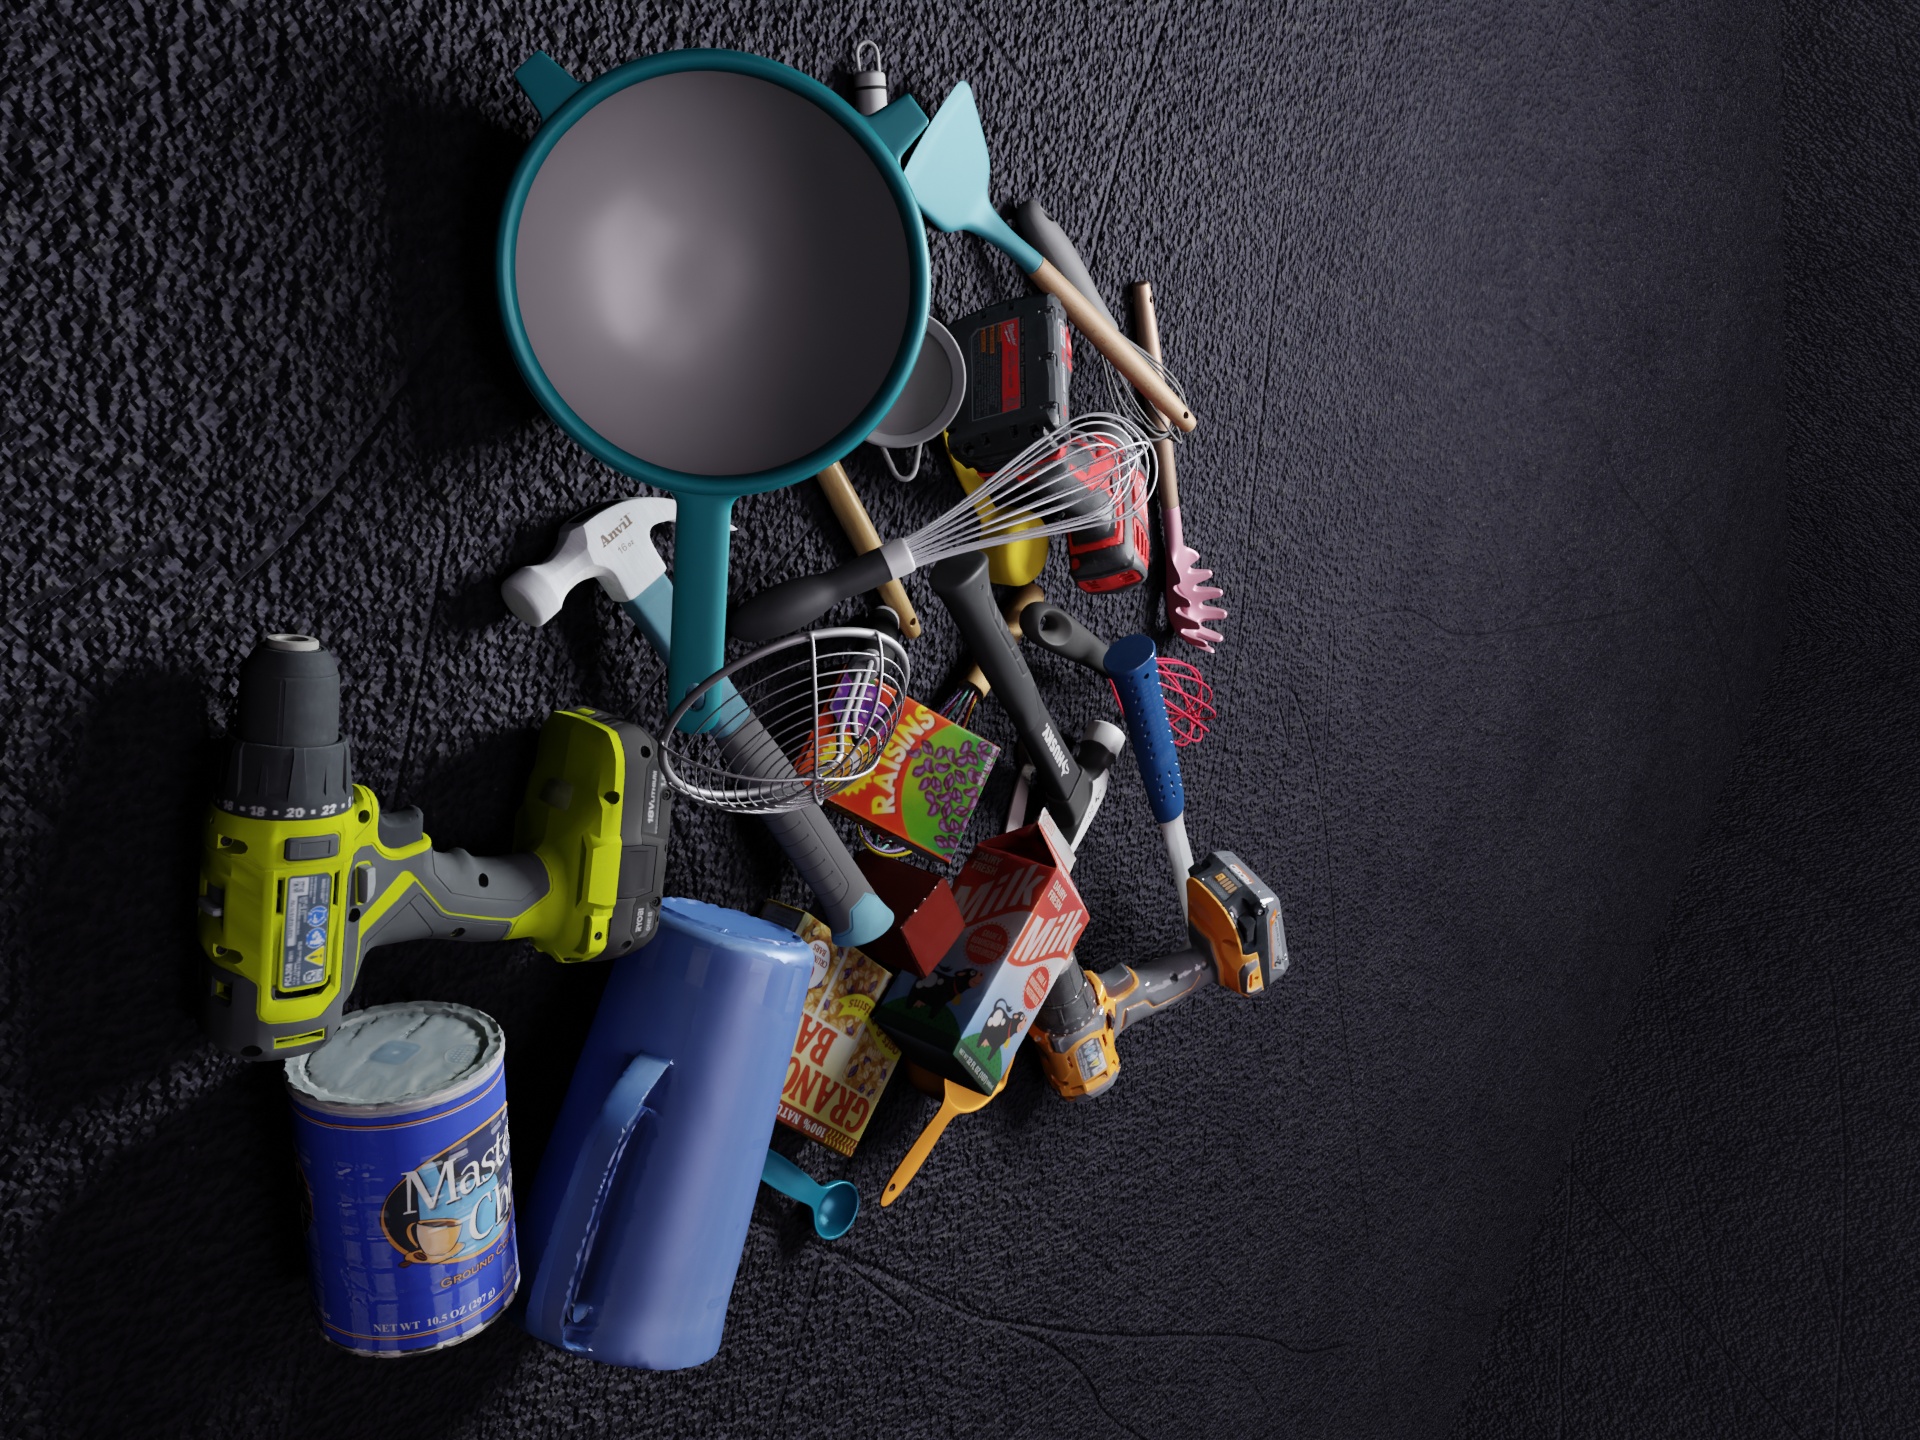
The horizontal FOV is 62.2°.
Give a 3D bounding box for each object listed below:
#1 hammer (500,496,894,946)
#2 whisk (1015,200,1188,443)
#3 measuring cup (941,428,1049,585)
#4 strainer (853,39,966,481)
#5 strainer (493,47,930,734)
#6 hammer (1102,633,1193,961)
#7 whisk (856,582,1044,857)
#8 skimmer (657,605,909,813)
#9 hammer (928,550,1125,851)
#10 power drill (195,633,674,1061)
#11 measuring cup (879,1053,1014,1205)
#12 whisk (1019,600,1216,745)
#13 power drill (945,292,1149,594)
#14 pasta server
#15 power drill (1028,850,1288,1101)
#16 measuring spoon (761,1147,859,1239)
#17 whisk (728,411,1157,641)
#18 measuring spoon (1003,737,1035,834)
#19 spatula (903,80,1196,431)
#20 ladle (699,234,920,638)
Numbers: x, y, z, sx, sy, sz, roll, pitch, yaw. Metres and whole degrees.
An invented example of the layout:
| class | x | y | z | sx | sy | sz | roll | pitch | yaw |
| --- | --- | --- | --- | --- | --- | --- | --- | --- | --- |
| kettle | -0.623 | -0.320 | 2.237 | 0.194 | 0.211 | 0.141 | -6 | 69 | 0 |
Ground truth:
| class | x | y | z | sx | sy | sz | roll | pitch | yaw |
| --- | --- | --- | --- | --- | --- | --- | --- | --- | --- |
| hammer | -0.128 | 0.013 | 0.929 | 0.128 | 0.033 | 0.330 | -49 | 126 | -30 |
| whisk | 0.104 | -0.285 | 1.155 | 0.238 | 0.055 | 0.055 | 47 | 64 | -40 |
| measuring cup | 0.024 | -0.155 | 1.110 | 0.062 | 0.029 | 0.156 | -56 | 141 | -24 |
| strainer | -0.045 | -0.278 | 0.974 | 0.087 | 0.050 | 0.258 | -6 | 105 | -6 |
| strainer | -0.132 | -0.166 | 0.833 | 0.211 | 0.095 | 0.340 | 3 | 109 | -10 |
| hammer | 0.178 | 0.079 | 1.313 | 0.144 | 0.035 | 0.405 | -35 | 137 | -14 |
| whisk | 0.000 | -0.002 | 1.124 | 0.245 | 0.047 | 0.051 | -58 | 150 | -27 |
| skimmer | -0.075 | -0.037 | 0.876 | 0.090 | 0.127 | 0.363 | 52 | 12 | -12 |
| hammer | 0.042 | -0.007 | 1.121 | 0.146 | 0.035 | 0.334 | -63 | 150 | -21 |
| power drill | -0.257 | 0.052 | 0.786 | 0.228 | 0.080 | 0.190 | -4 | 105 | -49 |
| measuring cup | -0.026 | 0.275 | 1.178 | 0.174 | 0.052 | 0.095 | -54 | 138 | -23 |
| whisk | 0.126 | -0.038 | 1.246 | 0.295 | 0.073 | 0.073 | 26 | 81 | -54 |
| power drill | 0.072 | -0.192 | 1.108 | 0.219 | 0.078 | 0.143 | 38 | 46 | -56 |
| pasta server | 0.173 | -0.198 | 1.282 | 0.060 | 0.040 | 0.316 | -50 | 136 | -47 |
| power drill | 0.151 | 0.197 | 1.300 | 0.226 | 0.084 | 0.185 | -30 | 134 | -12 |
| measuring spoon | -0.117 | 0.322 | 1.110 | 0.128 | 0.021 | 0.042 | 47 | 65 | -38 |
| whisk | -0.009 | -0.111 | 0.970 | 0.284 | 0.070 | 0.070 | -25 | 127 | -6 |
| measuring spoon | 0.051 | 0.064 | 1.228 | 0.034 | 0.018 | 0.124 | 13 | 90 | -53 |
| spatula | 0.072 | -0.292 | 1.083 | 0.317 | 0.044 | 0.082 | 36 | 79 | -35 |
| ladle | -0.083 | -0.160 | 0.977 | 0.069 | 0.031 | 0.315 | -47 | 137 | -19 |
